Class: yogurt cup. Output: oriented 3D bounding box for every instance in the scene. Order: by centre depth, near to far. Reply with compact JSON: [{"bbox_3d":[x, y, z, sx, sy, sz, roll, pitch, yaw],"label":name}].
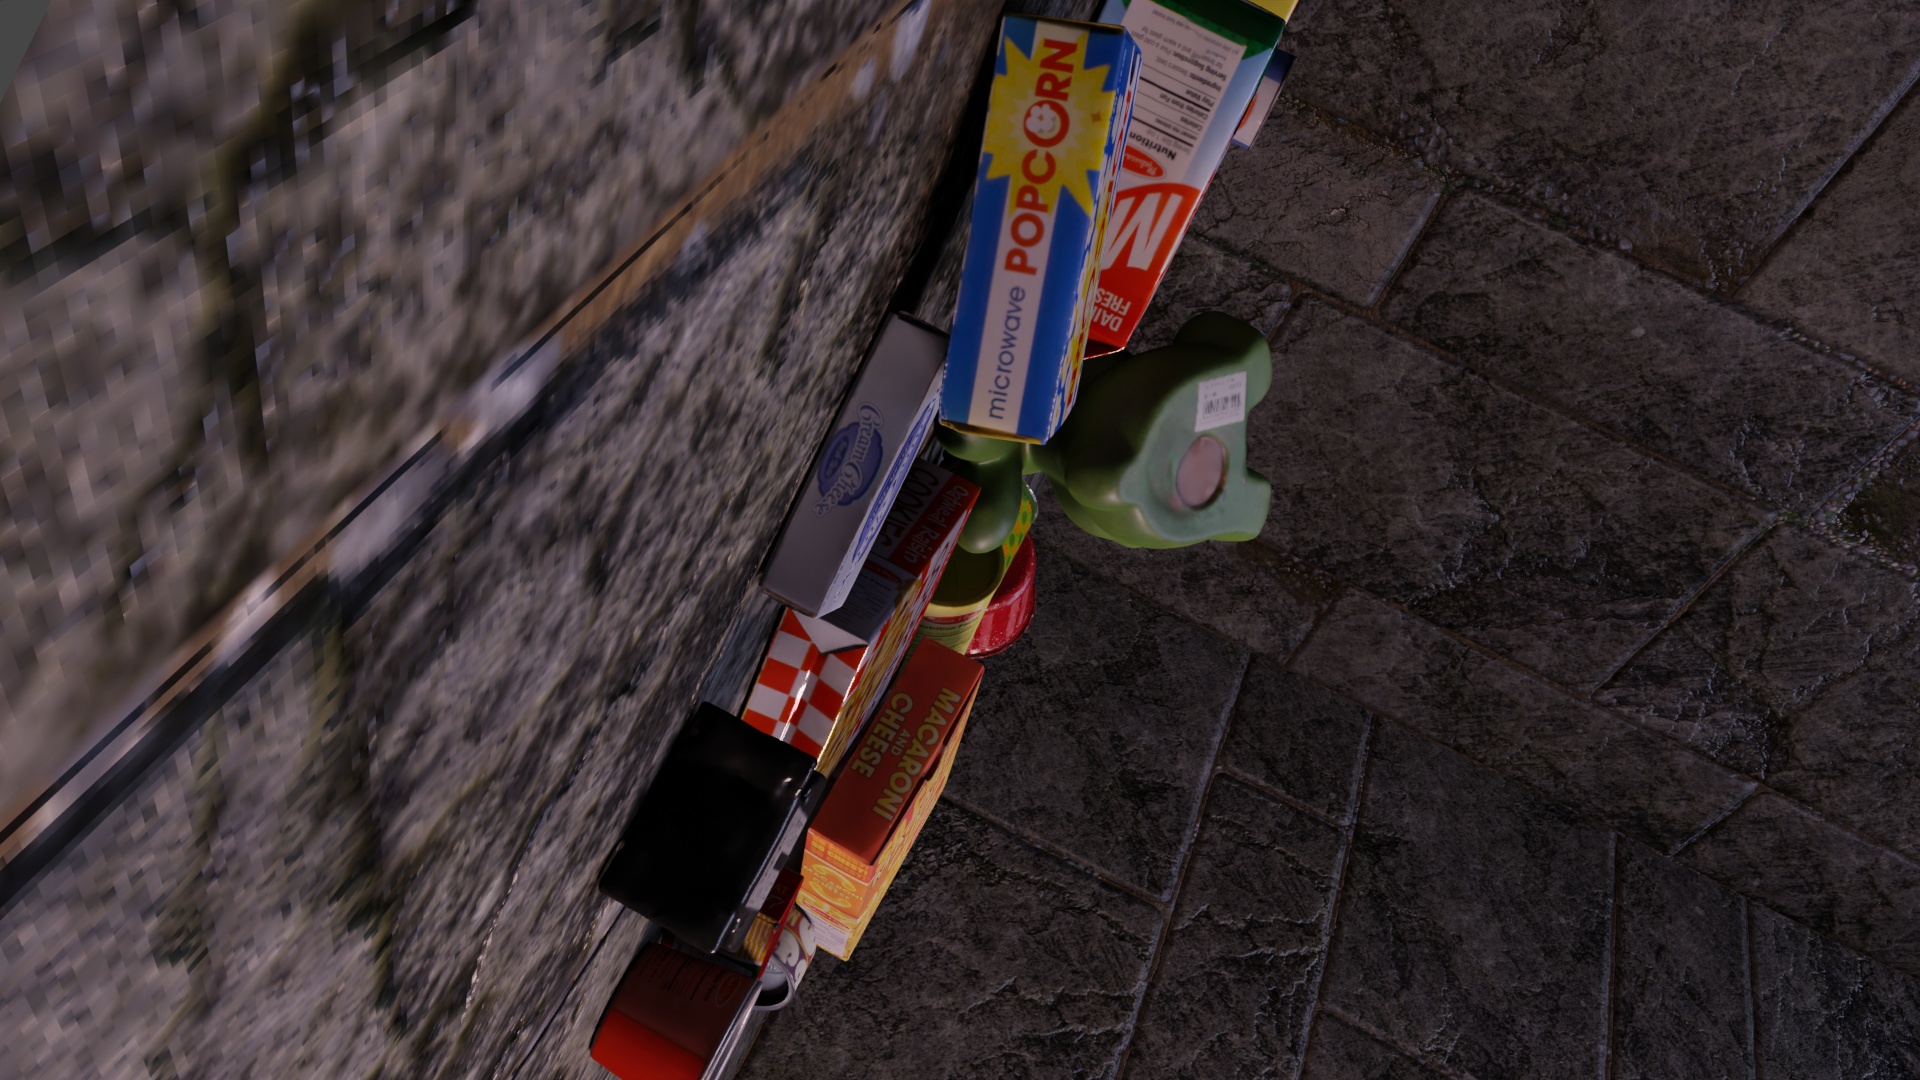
[{"bbox_3d":[-0.127,0.215,0.616,0.072,0.054,0.072,-63,176,-7],"label":"yogurt cup"}]

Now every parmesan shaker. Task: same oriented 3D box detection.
[{"bbox_3d":[-0.023,0.034,0.769,0.072,0.071,0.102,-61,177,-36],"label":"parmesan shaker"}]

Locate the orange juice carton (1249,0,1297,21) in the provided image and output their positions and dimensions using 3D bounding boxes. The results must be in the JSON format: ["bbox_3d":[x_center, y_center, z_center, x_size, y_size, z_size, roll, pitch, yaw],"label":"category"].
[{"bbox_3d":[0.178,-0.363,0.727,0.193,0.072,0.072,-62,177,-19],"label":"orange juice carton"}]

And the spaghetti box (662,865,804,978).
[{"bbox_3d":[-0.126,0.219,0.696,0.029,0.050,0.248,-59,175,-40],"label":"spaghetti box"}]

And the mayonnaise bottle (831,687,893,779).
[{"bbox_3d":[-0.075,0.127,0.854,0.065,0.041,0.147,-59,176,-39],"label":"mayonnaise bottle"}]

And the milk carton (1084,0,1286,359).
[{"bbox_3d":[0.068,-0.154,0.621,0.189,0.073,0.072,-64,177,19],"label":"milk carton"}]

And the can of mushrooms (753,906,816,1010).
[{"bbox_3d":[-0.114,0.218,0.750,0.034,0.071,0.070,-60,175,-49],"label":"can of mushrooms"}]

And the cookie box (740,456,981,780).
[{"bbox_3d":[-0.051,0.046,0.627,0.122,0.040,0.168,-65,175,28],"label":"cookie box"}]

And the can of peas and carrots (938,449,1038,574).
[{"bbox_3d":[0.003,-0.010,0.811,0.059,0.071,0.070,-60,175,-35],"label":"can of peas and carrots"}]

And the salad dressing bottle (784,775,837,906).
[{"bbox_3d":[-0.114,0.199,0.801,0.147,0.044,0.064,-63,177,16],"label":"salad dressing bottle"}]

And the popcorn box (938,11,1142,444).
[{"bbox_3d":[0.027,-0.101,0.454,0.085,0.038,0.126,-51,152,-72],"label":"popcorn box"}]

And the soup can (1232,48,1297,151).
[{"bbox_3d":[0.170,-0.307,0.921,0.071,0.084,0.071,-63,177,-6],"label":"soup can"}]

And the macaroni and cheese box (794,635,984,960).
[{"bbox_3d":[-0.040,0.143,0.750,0.124,0.040,0.165,-58,172,-32],"label":"macaroni and cheese box"}]

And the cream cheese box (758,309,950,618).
[{"bbox_3d":[-0.033,-0.026,0.477,0.103,0.024,0.053,-64,178,3],"label":"cream cheese box"}]
